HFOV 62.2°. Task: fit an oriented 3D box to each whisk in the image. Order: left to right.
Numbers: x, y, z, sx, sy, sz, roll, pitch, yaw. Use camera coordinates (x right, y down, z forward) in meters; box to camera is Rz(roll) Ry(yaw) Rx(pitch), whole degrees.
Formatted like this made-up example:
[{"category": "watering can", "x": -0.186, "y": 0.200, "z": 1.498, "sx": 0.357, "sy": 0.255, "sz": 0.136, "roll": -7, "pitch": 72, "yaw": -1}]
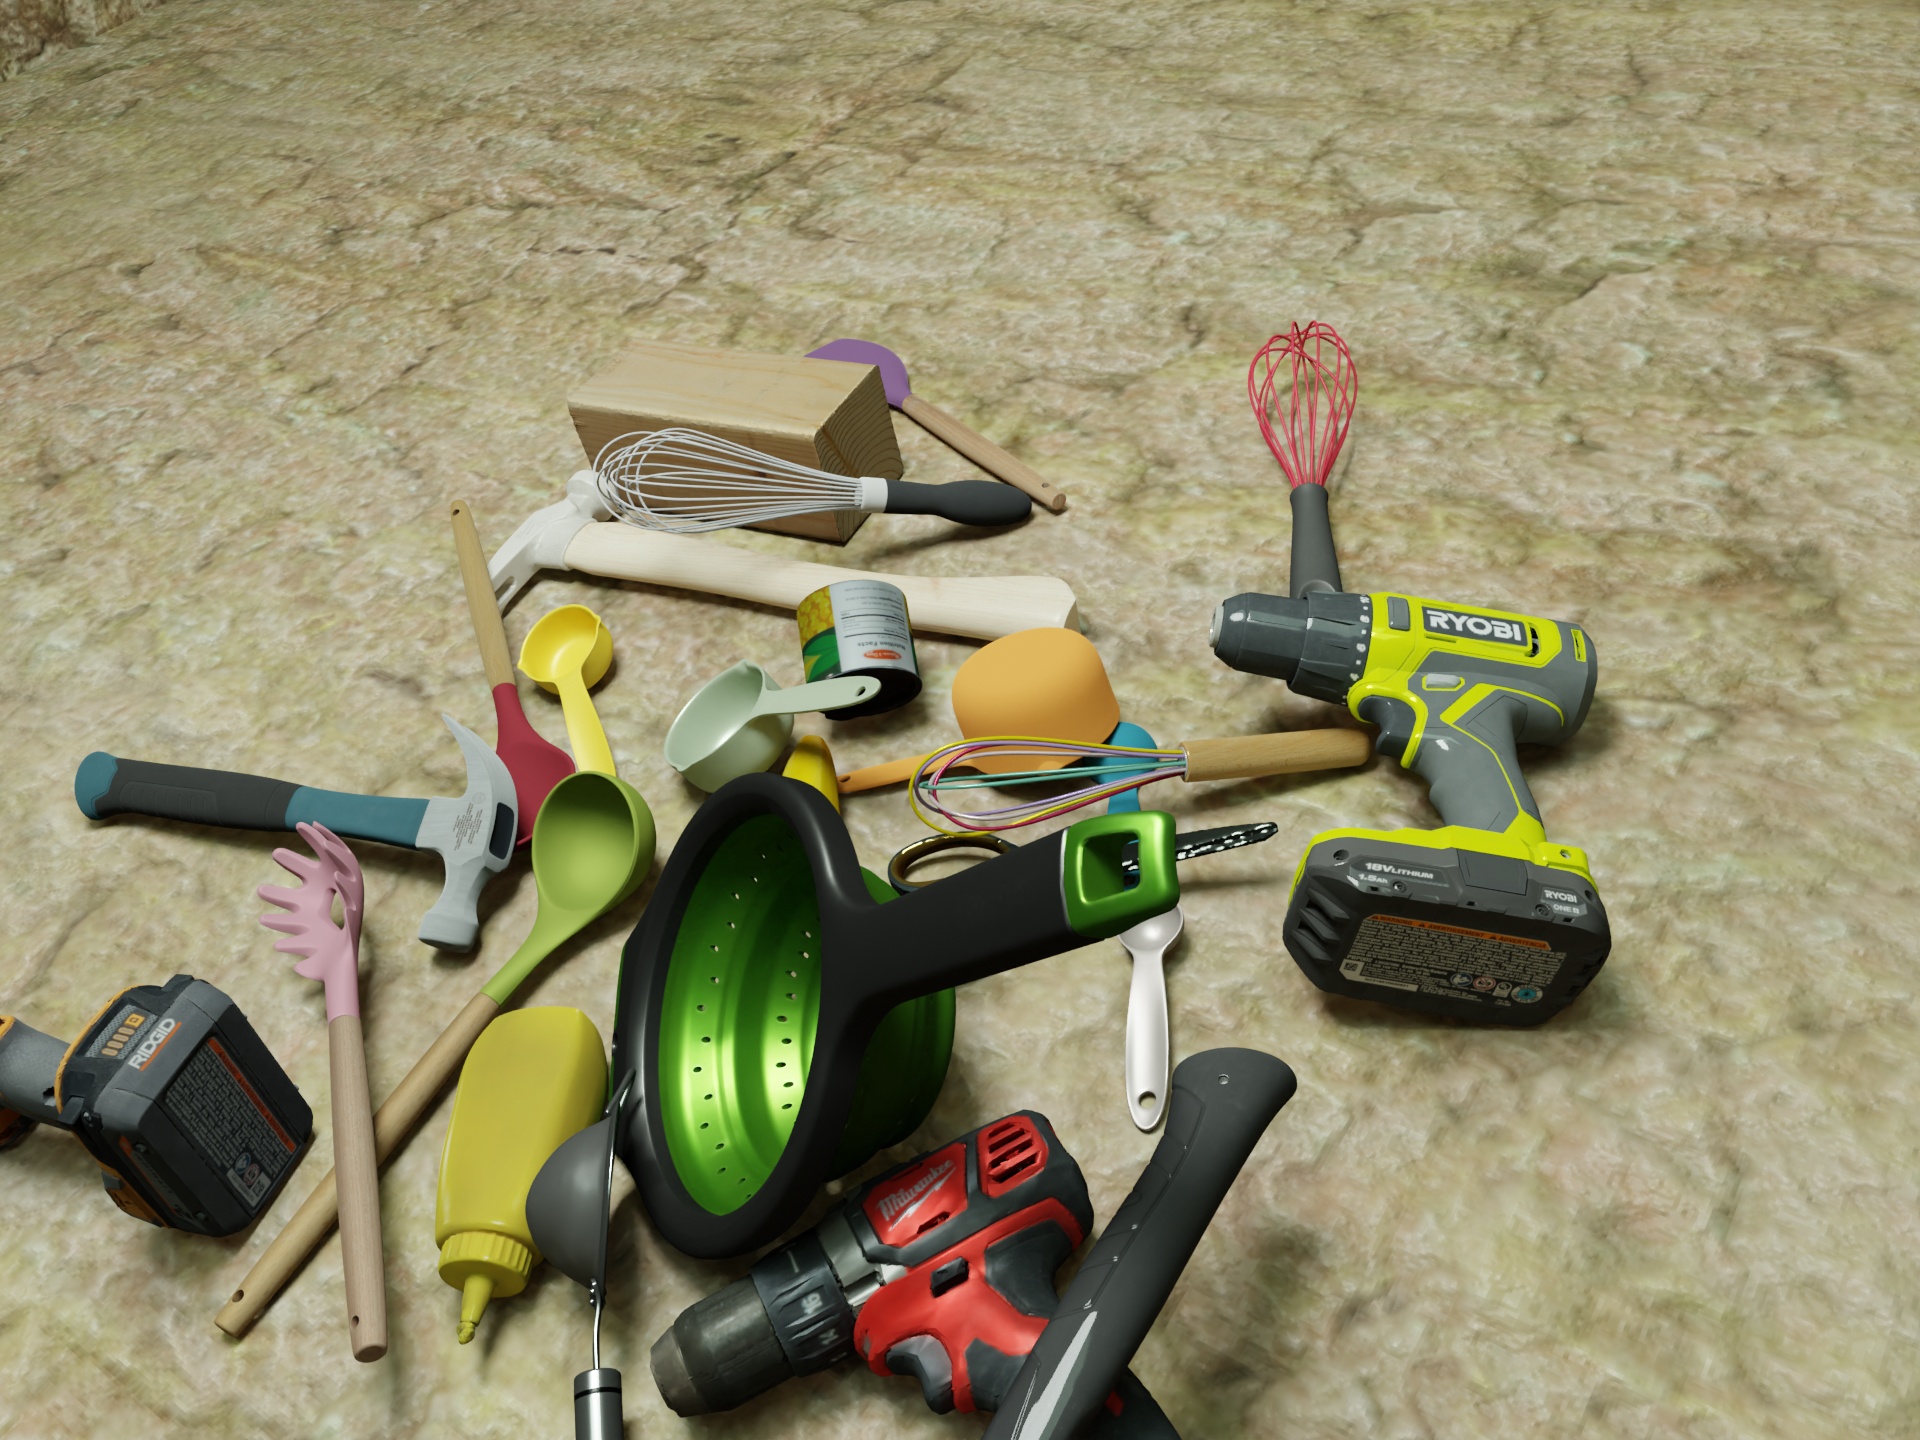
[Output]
[{"category": "whisk", "x": -0.088, "y": -0.146, "z": 1.006, "sx": 0.284, "sy": 0.070, "sz": 0.070, "roll": 1, "pitch": 39, "yaw": -19}, {"category": "whisk", "x": 0.094, "y": 0.027, "z": 0.824, "sx": 0.245, "sy": 0.051, "sz": 0.047, "roll": -5, "pitch": 81, "yaw": -9}, {"category": "whisk", "x": 0.217, "y": -0.153, "z": 0.992, "sx": 0.073, "sy": 0.073, "sz": 0.296, "roll": -3, "pitch": 50, "yaw": 12}]

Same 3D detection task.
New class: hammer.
[{"category": "hammer", "x": -0.398, "y": 0.052, "z": 0.933, "sx": 0.331, "sy": 0.033, "sz": 0.128, "roll": 5, "pitch": 68, "yaw": 24}, {"category": "hammer", "x": -0.122, "y": -0.083, "z": 1.019, "sx": 0.411, "sy": 0.038, "sz": 0.146, "roll": 11, "pitch": 49, "yaw": 24}, {"category": "hammer", "x": 0.029, "y": 0.238, "z": 0.527, "sx": 0.146, "sy": 0.035, "sz": 0.335, "roll": 13, "pitch": 46, "yaw": 34}]

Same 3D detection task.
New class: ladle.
[{"category": "ladle", "x": -0.257, "y": 0.153, "z": 0.790, "sx": 0.078, "sy": 0.062, "sz": 0.320, "roll": 10, "pitch": 50, "yaw": 33}, {"category": "ladle", "x": -0.290, "y": -0.036, "z": 0.989, "sx": 0.069, "sy": 0.031, "sz": 0.316, "roll": -28, "pitch": 51, "yaw": 2}]

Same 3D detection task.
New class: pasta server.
[{"category": "pasta server", "x": -0.299, "y": 0.163, "z": 0.757, "sx": 0.060, "sy": 0.040, "sz": 0.317, "roll": -46, "pitch": 41, "yaw": 13}]

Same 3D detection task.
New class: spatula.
[{"category": "spatula", "x": -0.021, "y": -0.221, "z": 1.152, "sx": 0.060, "sy": 0.018, "sz": 0.316, "roll": -30, "pitch": 44, "yaw": -18}]

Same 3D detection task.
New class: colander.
[{"category": "colander", "x": -0.021, "y": 0.106, "z": 0.639, "sx": 0.397, "sy": 0.094, "sz": 0.205, "roll": -28, "pitch": 56, "yaw": 51}]

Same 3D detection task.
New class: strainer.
[{"category": "strainer", "x": -0.148, "y": 0.260, "z": 0.640, "sx": 0.050, "sy": 0.086, "sz": 0.259, "roll": -1, "pitch": 51, "yaw": -15}]

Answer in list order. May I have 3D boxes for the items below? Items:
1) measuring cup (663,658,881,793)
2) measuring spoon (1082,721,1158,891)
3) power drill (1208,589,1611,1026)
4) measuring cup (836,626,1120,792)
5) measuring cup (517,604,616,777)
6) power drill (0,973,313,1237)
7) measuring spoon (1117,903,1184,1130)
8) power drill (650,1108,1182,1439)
[{"category": "measuring cup", "x": -0.096, "y": 0.002, "z": 0.879, "sx": 0.167, "sy": 0.038, "sz": 0.083, "roll": -9, "pitch": 45, "yaw": 41}, {"category": "measuring spoon", "x": 0.085, "y": 0.043, "z": 0.839, "sx": 0.042, "sy": 0.021, "sz": 0.129, "roll": -7, "pitch": 41, "yaw": 8}, {"category": "power drill", "x": 0.213, "y": 0.023, "z": 0.767, "sx": 0.190, "sy": 0.080, "sz": 0.229, "roll": 10, "pitch": 45, "yaw": 2}, {"category": "measuring cup", "x": -0.001, "y": -0.003, "z": 0.879, "sx": 0.173, "sy": 0.052, "sz": 0.095, "roll": -15, "pitch": 27, "yaw": 7}, {"category": "measuring cup", "x": -0.229, "y": -0.006, "z": 0.977, "sx": 0.062, "sy": 0.029, "sz": 0.157, "roll": -30, "pitch": 55, "yaw": 6}, {"category": "power drill", "x": -0.443, "y": 0.151, "z": 0.749, "sx": 0.226, "sy": 0.185, "sz": 0.084, "roll": 8, "pitch": 46, "yaw": 18}, {"category": "measuring spoon", "x": 0.090, "y": 0.137, "z": 0.749, "sx": 0.034, "sy": 0.018, "sz": 0.124, "roll": -10, "pitch": 48, "yaw": 20}, {"category": "power drill", "x": -0.003, "y": 0.266, "z": 0.590, "sx": 0.188, "sy": 0.080, "sz": 0.227, "roll": -25, "pitch": 41, "yaw": -12}]
